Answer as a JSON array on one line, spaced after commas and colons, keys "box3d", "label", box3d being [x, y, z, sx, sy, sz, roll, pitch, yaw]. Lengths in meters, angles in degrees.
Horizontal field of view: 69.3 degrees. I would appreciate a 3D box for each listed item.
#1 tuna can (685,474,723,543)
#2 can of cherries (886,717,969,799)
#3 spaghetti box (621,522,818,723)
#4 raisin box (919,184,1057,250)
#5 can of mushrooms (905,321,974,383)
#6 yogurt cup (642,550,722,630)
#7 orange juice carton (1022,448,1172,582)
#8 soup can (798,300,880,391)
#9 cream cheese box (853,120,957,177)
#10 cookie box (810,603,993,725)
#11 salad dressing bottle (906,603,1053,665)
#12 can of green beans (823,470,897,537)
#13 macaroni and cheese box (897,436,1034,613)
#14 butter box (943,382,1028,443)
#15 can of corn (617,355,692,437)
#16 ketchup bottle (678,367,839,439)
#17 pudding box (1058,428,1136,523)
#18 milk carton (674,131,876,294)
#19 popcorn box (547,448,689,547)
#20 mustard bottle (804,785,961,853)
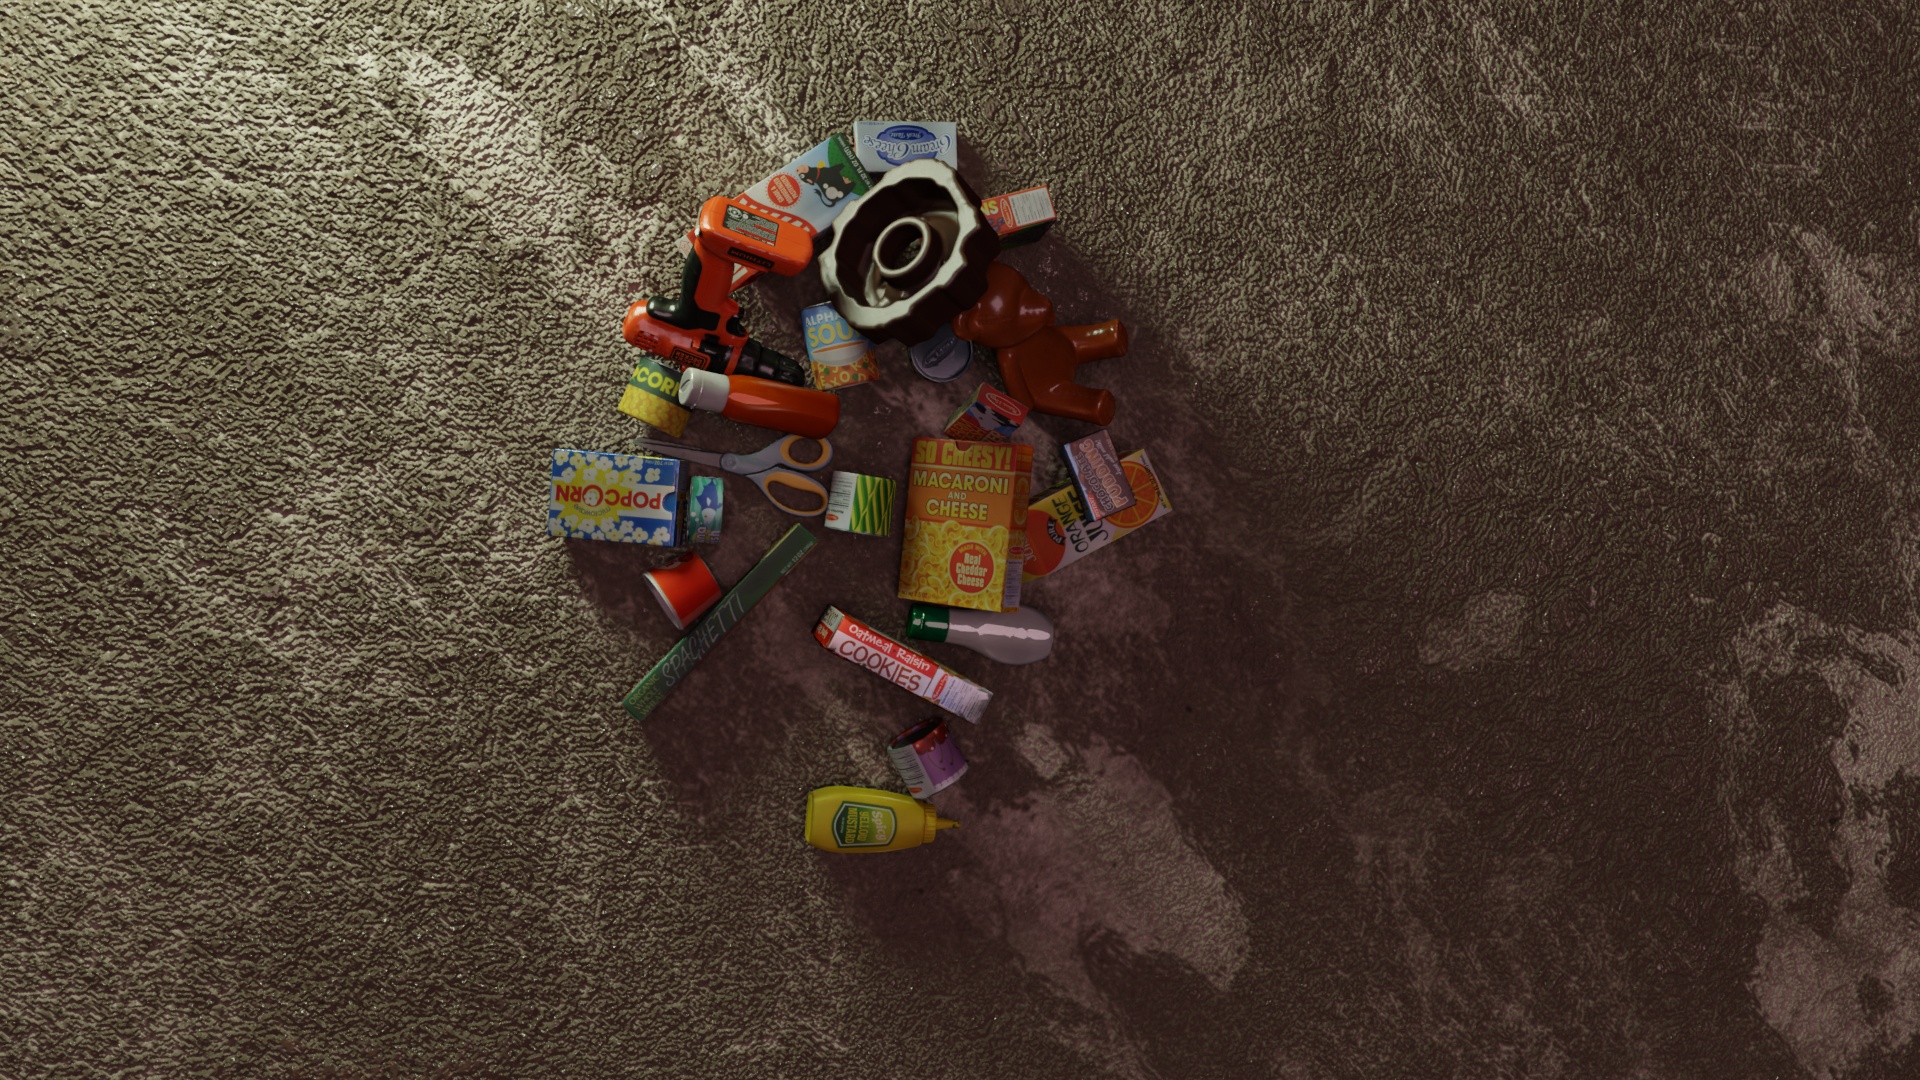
[{"box3d": [-0.250, -0.028, 1.356, 0.033, 0.071, 0.071, 4, 92, -13], "label": "tuna can"}, {"box3d": [-0.032, 0.220, 1.416, 0.071, 0.071, 0.058, -29, 97, -9], "label": "can of cherries"}, {"box3d": [-0.238, 0.080, 1.373, 0.028, 0.050, 0.250, 45, 83, -9], "label": "spaghetti box"}, {"box3d": [0.026, -0.313, 1.394, 0.123, 0.086, 0.040, -16, 90, -11], "label": "raisin box"}, {"box3d": [-0.023, -0.195, 1.415, 0.071, 0.033, 0.071, -1, 93, -12], "label": "can of mushrooms"}, {"box3d": [-0.270, 0.046, 1.358, 0.054, 0.072, 0.072, -33, 99, -17], "label": "yogurt cup"}, {"box3d": [0.112, -0.021, 1.431, 0.193, 0.073, 0.071, -27, 96, -9], "label": "orange juice carton"}, {"box3d": [-0.119, -0.194, 1.376, 0.071, 0.071, 0.083, -14, 95, -11], "label": "soup can"}, {"box3d": [-0.055, -0.396, 1.405, 0.104, 0.024, 0.053, -3, 94, -12], "label": "cream cheese box"}, {"box3d": [-0.061, 0.122, 1.374, 0.167, 0.123, 0.040, 29, 86, -12], "label": "cookie box"}, {"box3d": [0.020, 0.092, 1.432, 0.148, 0.044, 0.064, 8, 93, -11], "label": "salad dressing bottle"}, {"box3d": [-0.100, -0.036, 1.389, 0.071, 0.071, 0.058, 9, 90, -12], "label": "can of green beans"}, {"box3d": [0.005, -0.017, 1.389, 0.124, 0.040, 0.166, 6, 91, 31], "label": "macaroni and cheese box"}, {"box3d": [0.024, -0.120, 1.394, 0.053, 0.103, 0.024, 29, 67, -11], "label": "butter box"}, {"box3d": [-0.290, -0.138, 1.342, 0.071, 0.071, 0.058, 25, 88, -12], "label": "can of corn"}, {"box3d": [-0.194, -0.132, 1.336, 0.149, 0.064, 0.043, 10, 73, -30], "label": "ketchup bottle"}, {"box3d": [0.136, -0.064, 1.381, 0.050, 0.030, 0.083, -21, 90, -9], "label": "pudding box"}, {"box3d": [-0.179, -0.313, 1.357, 0.191, 0.073, 0.072, -35, 99, -8], "label": "milk carton"}, {"box3d": [-0.329, -0.041, 1.337, 0.127, 0.038, 0.085, 5, 90, 6], "label": "popcorn box"}, {"box3d": [-0.076, 0.285, 1.416, 0.160, 0.049, 0.065, 4, 93, -12], "label": "mustard bottle"}]
